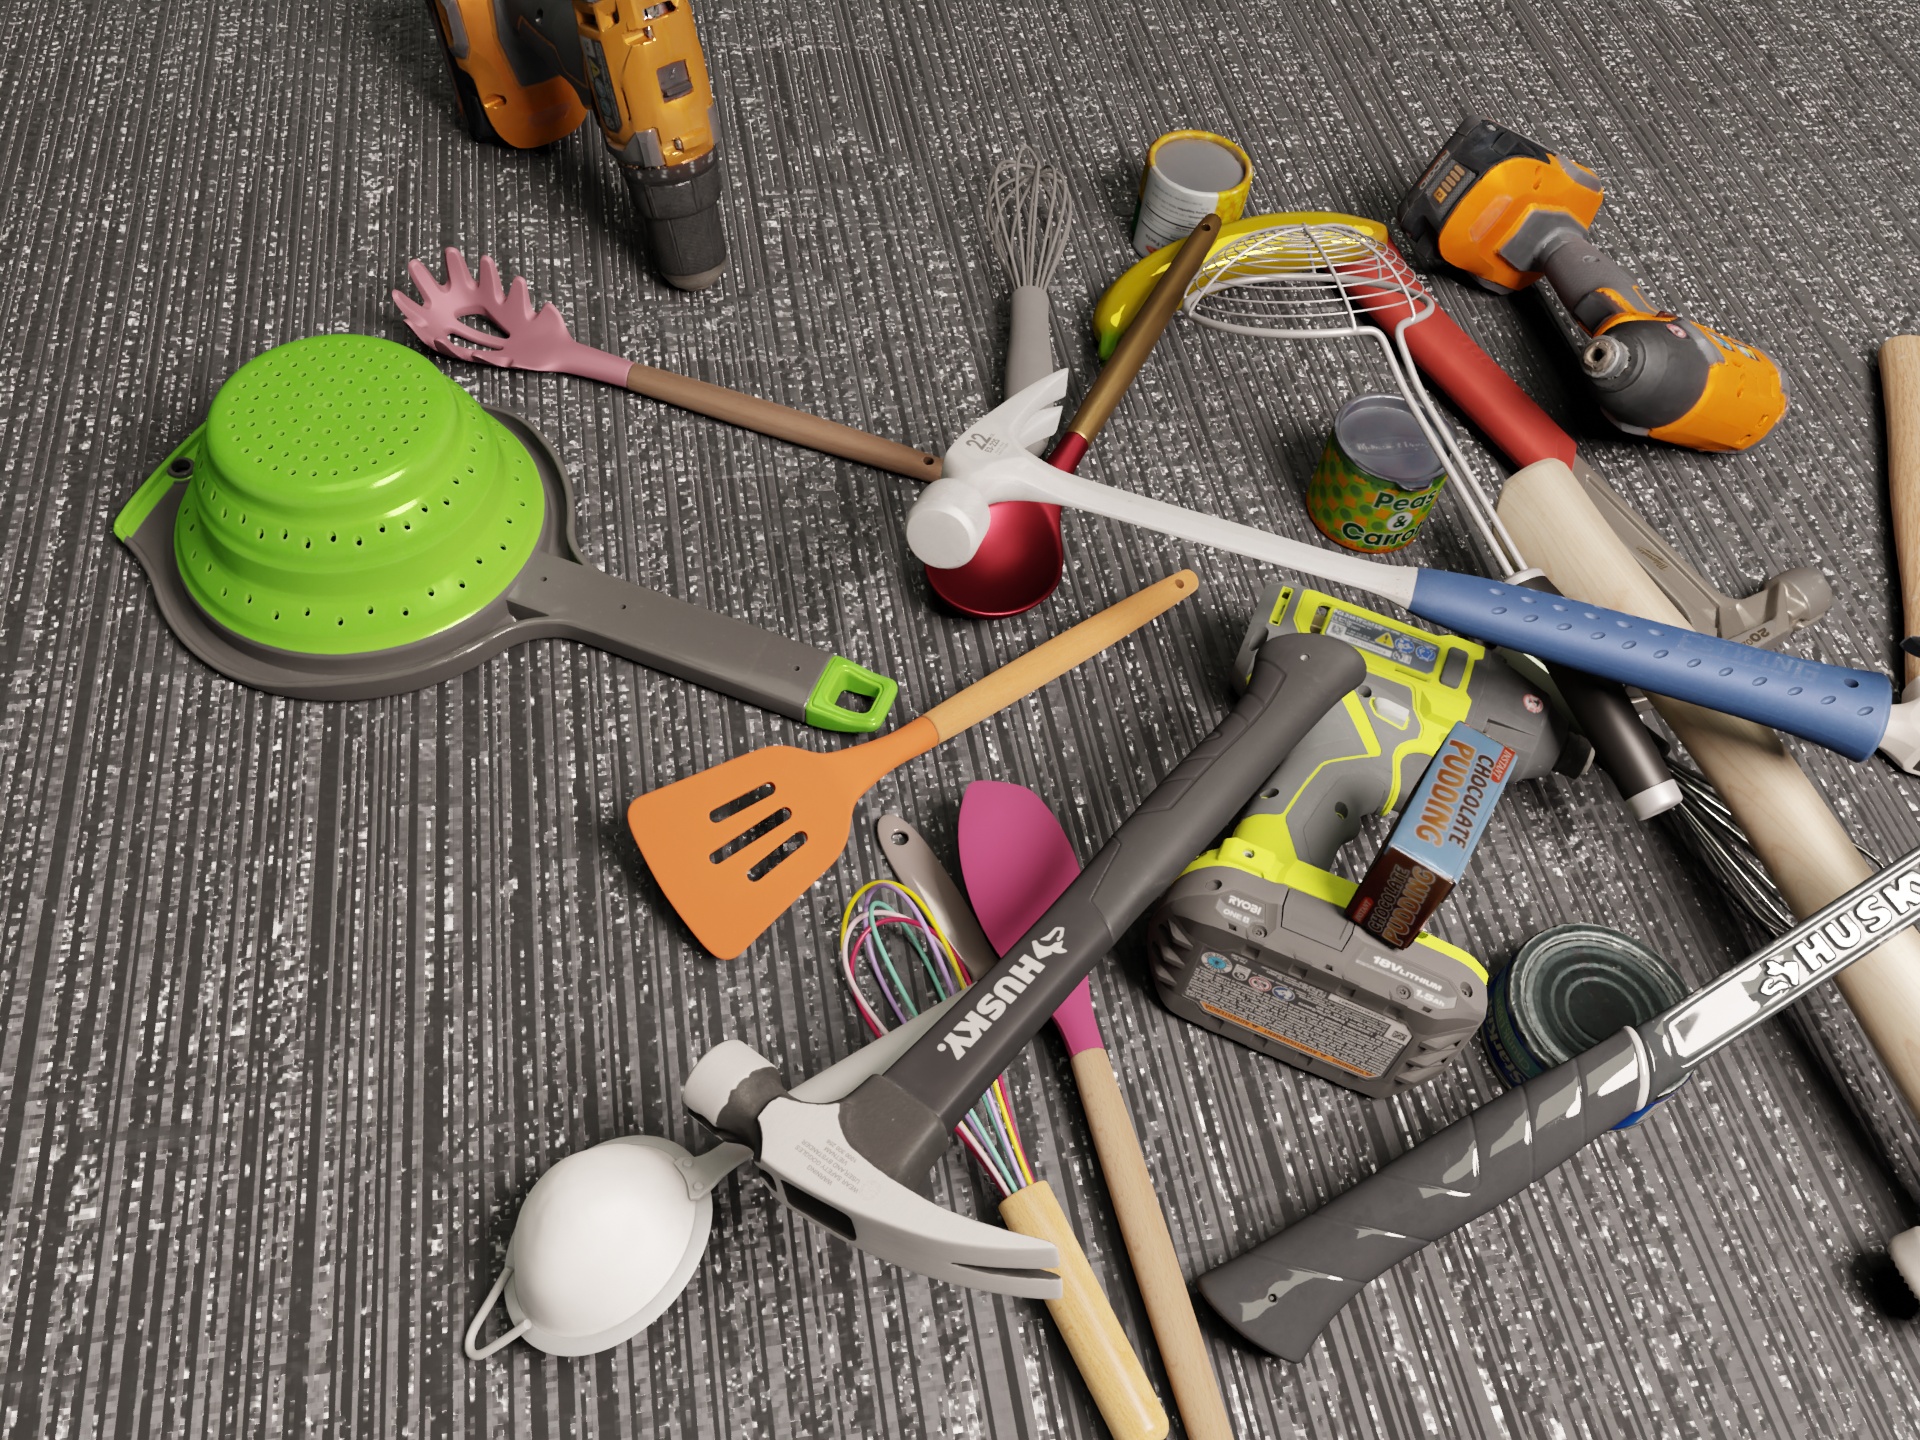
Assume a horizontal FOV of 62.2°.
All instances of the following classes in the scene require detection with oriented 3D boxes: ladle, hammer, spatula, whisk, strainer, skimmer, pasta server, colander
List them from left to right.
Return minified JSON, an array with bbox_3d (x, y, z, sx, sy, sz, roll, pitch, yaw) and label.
[{"bbox_3d":[-0.216,-0.090,0.753,0.397,0.094,0.205,19,55,8],"label":"colander"},{"bbox_3d":[-0.154,-0.183,0.862,0.316,0.040,0.060,18,67,5],"label":"pasta server"},{"bbox_3d":[-0.076,0.154,0.598,0.258,0.050,0.087,-28,41,-13],"label":"strainer"},{"bbox_3d":[-0.001,-0.002,0.748,0.322,0.041,0.081,-30,82,-33],"label":"spatula"},{"bbox_3d":[0.012,0.170,0.633,0.047,0.051,0.245,-29,65,0],"label":"whisk"},{"bbox_3d":[0.040,-0.245,0.923,0.055,0.055,0.239,4,58,-4],"label":"whisk"},{"bbox_3d":[0.073,-0.170,0.859,0.069,0.031,0.315,27,65,10],"label":"ladle"},{"bbox_3d":[0.062,0.070,0.614,0.146,0.035,0.335,27,54,30],"label":"hammer"},{"bbox_3d":[0.188,-0.065,0.696,0.405,0.035,0.144,17,42,10],"label":"hammer"},{"bbox_3d":[0.230,-0.105,0.782,0.127,0.090,0.363,-16,70,-23],"label":"skimmer"},{"bbox_3d":[0.310,-0.161,0.898,0.149,0.036,0.359,-22,61,-20],"label":"hammer"},{"bbox_3d":[0.341,0.026,0.768,0.247,0.057,0.059,45,28,26],"label":"whisk"},{"bbox_3d":[0.269,0.116,0.603,0.409,0.036,0.149,-32,72,0],"label":"hammer"},{"bbox_3d":[0.365,0.035,0.694,0.038,0.146,0.411,21,38,-50],"label":"hammer"},{"bbox_3d":[0.538,-0.101,0.883,0.130,0.031,0.331,17,54,6],"label":"hammer"}]

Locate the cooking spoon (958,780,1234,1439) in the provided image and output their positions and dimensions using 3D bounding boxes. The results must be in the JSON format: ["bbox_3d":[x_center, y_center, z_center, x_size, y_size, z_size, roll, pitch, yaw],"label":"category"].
[{"bbox_3d":[0.060,0.159,0.644,0.068,0.017,0.319,8,52,-37],"label":"cooking spoon"}]

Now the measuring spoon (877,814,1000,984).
[{"bbox_3d":[-0.003,0.085,0.699,0.034,0.018,0.124,-25,60,-21],"label":"measuring spoon"}]

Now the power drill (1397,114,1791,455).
[{"bbox_3d":[0.351,-0.245,0.902,0.164,0.084,0.227,1,48,-41],"label":"power drill"}]

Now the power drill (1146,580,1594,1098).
[{"bbox_3d":[0.187,0.045,0.715,0.171,0.080,0.223,22,52,9],"label":"power drill"}]

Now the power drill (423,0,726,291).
[{"bbox_3d":[-0.215,-0.360,0.923,0.084,0.185,0.226,-33,45,-26],"label":"power drill"}]
